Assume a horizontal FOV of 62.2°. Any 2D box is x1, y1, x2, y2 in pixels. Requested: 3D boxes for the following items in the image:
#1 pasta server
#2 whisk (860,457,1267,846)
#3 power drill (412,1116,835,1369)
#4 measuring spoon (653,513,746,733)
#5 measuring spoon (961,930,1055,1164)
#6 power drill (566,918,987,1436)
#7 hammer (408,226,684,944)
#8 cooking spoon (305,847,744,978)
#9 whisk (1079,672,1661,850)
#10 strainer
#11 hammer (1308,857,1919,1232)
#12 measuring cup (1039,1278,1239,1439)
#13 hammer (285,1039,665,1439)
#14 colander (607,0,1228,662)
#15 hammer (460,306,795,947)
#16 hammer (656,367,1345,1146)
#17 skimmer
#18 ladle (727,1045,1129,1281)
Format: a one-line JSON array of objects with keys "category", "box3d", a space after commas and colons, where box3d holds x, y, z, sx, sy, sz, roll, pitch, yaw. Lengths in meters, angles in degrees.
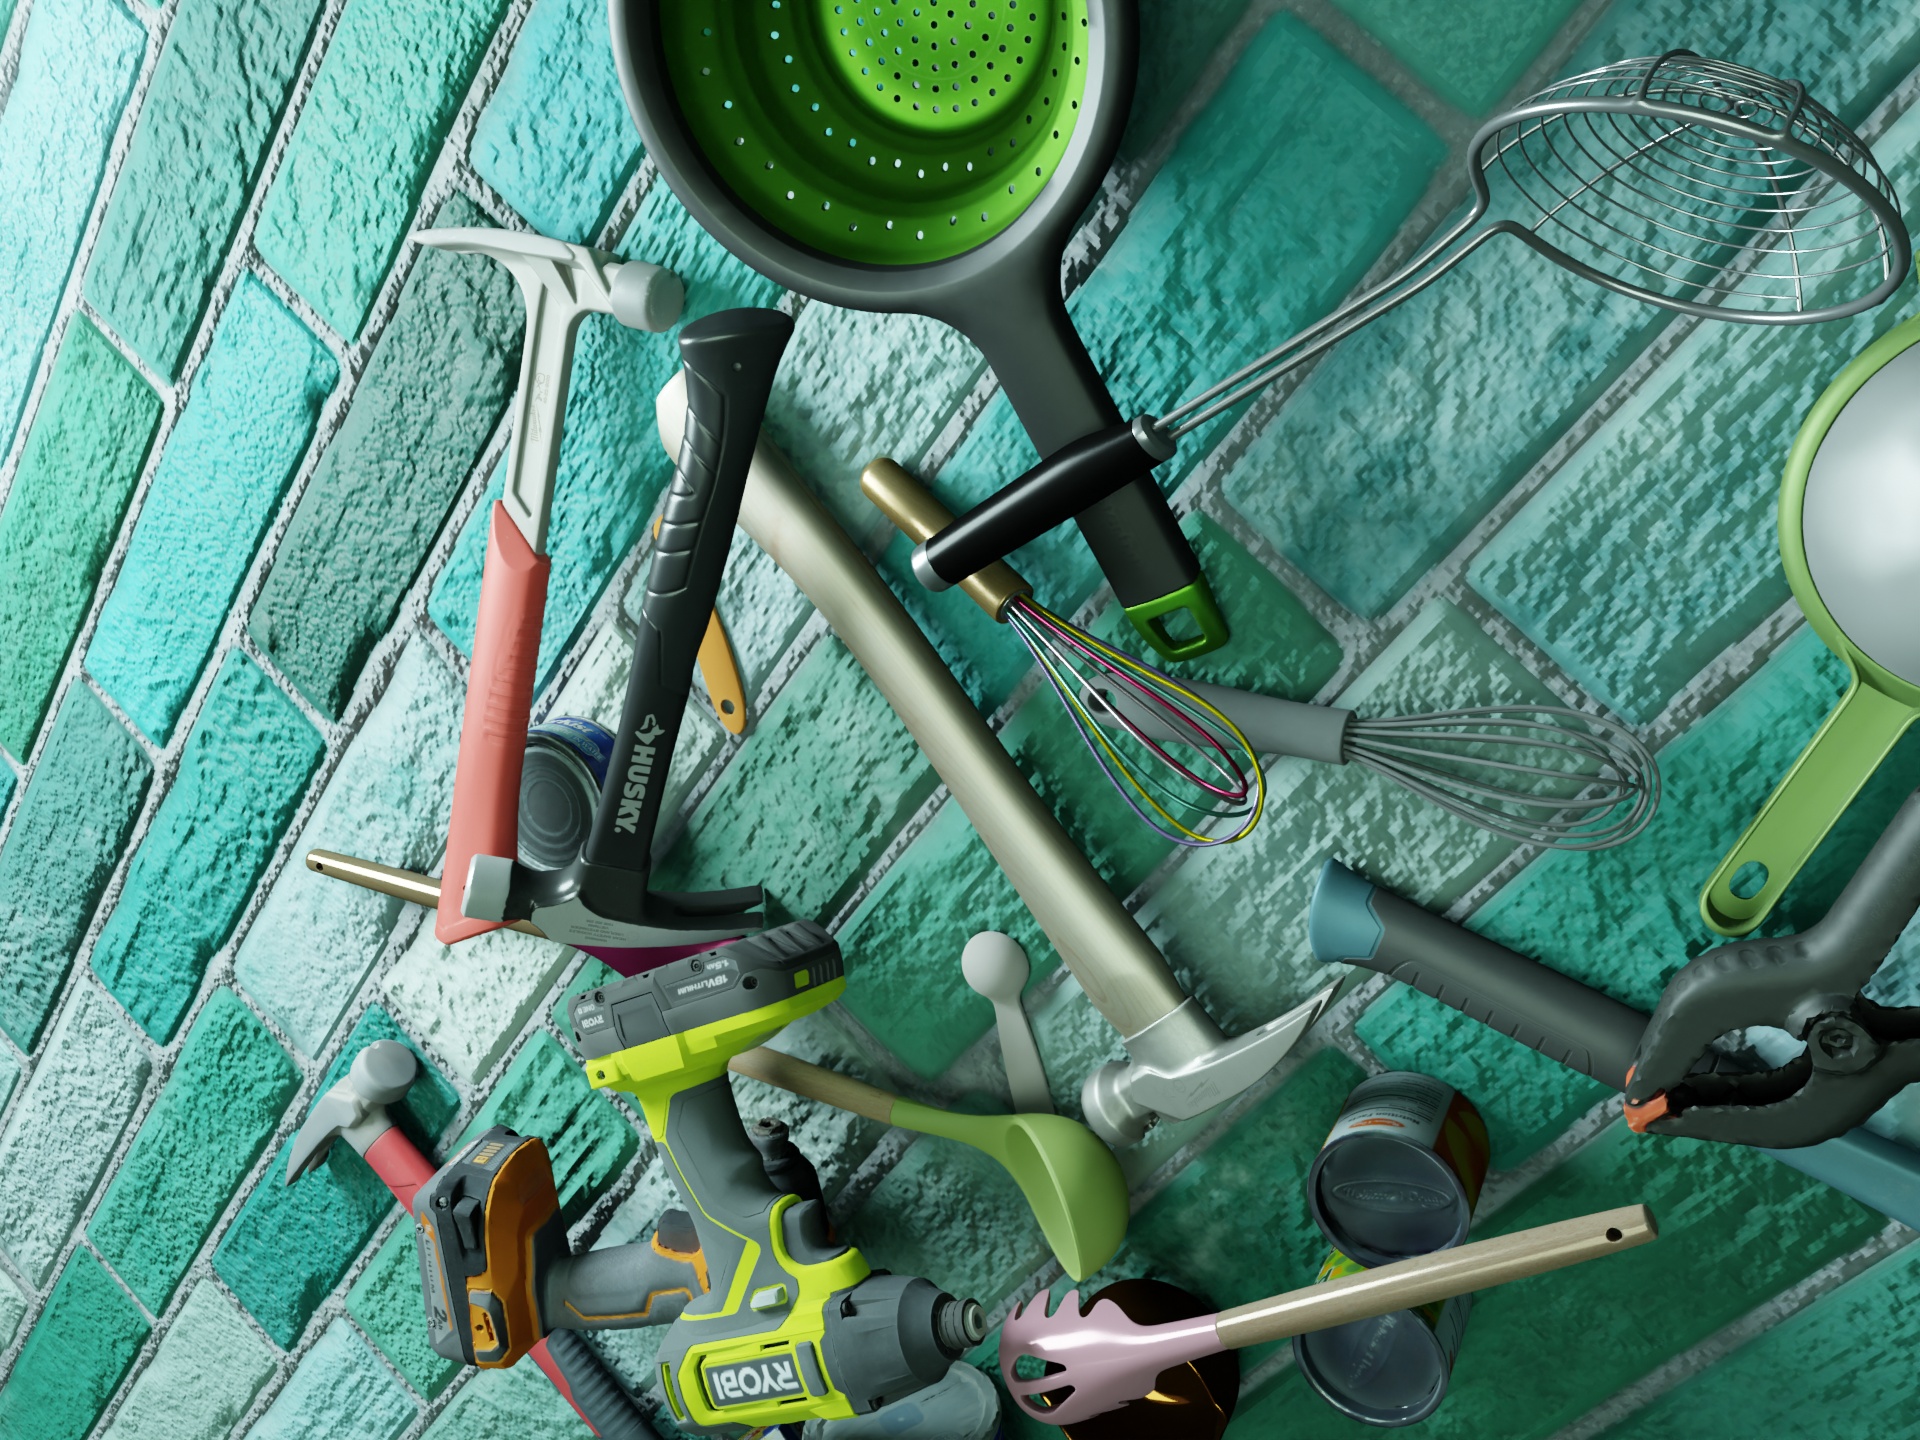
[{"category": "pasta server", "box3d": [0.137, 0.247, 0.670, 0.316, 0.040, 0.060, -28, 83, 30]}, {"category": "whisk", "box3d": [0.040, -0.039, 0.671, 0.245, 0.051, 0.047, 45, 155, 26]}, {"category": "power drill", "box3d": [-0.176, 0.284, 0.866, 0.226, 0.084, 0.164, 3, 106, 13]}, {"category": "measuring spoon", "box3d": [-0.131, -0.048, 0.797, 0.021, 0.011, 0.117, -13, 98, 30]}, {"category": "measuring spoon", "box3d": [0.026, 0.163, 0.773, 0.034, 0.018, 0.124, -10, 101, 29]}, {"category": "power drill", "box3d": [-0.089, 0.217, 0.756, 0.171, 0.080, 0.223, -21, 85, 27]}, {"category": "hammer", "box3d": [-0.234, -0.061, 0.804, 0.149, 0.036, 0.359, 16, 102, 22]}, {"category": "cooking spoon", "box3d": [-0.250, 0.112, 0.902, 0.319, 0.017, 0.068, 11, 109, 23]}, {"category": "whisk", "box3d": [0.157, 0.010, 0.648, 0.239, 0.055, 0.055, 11, 110, 29]}, {"category": "strainer", "box3d": [0.327, -0.021, 0.533, 0.151, 0.069, 0.256, 32, 115, 16]}, {"category": "hammer", "box3d": [0.289, 0.144, 0.623, 0.331, 0.033, 0.128, 26, 116, 19]}, {"category": "measuring cup", "box3d": [0.098, 0.354, 0.774, 0.095, 0.052, 0.173, -5, 104, 28]}, {"category": "hammer", "box3d": [-0.268, 0.380, 0.979, 0.386, 0.038, 0.143, 47, 121, 8]}, {"category": "colander", "box3d": [0.016, -0.205, 0.642, 0.204, 0.094, 0.396, -19, 113, 30]}, {"category": "hammer", "box3d": [-0.130, -0.029, 0.732, 0.146, 0.035, 0.334, 12, 119, -15]}, {"category": "hammer", "box3d": [-0.001, -0.002, 0.718, 0.411, 0.038, 0.146, 53, 132, 6]}, {"category": "skimmer", "box3d": [0.119, -0.105, 0.552, 0.363, 0.127, 0.090, -27, 54, 35]}, {"category": "ladle", "box3d": [-0.061, 0.198, 0.802, 0.320, 0.062, 0.078, 12, 129, 28]}]
